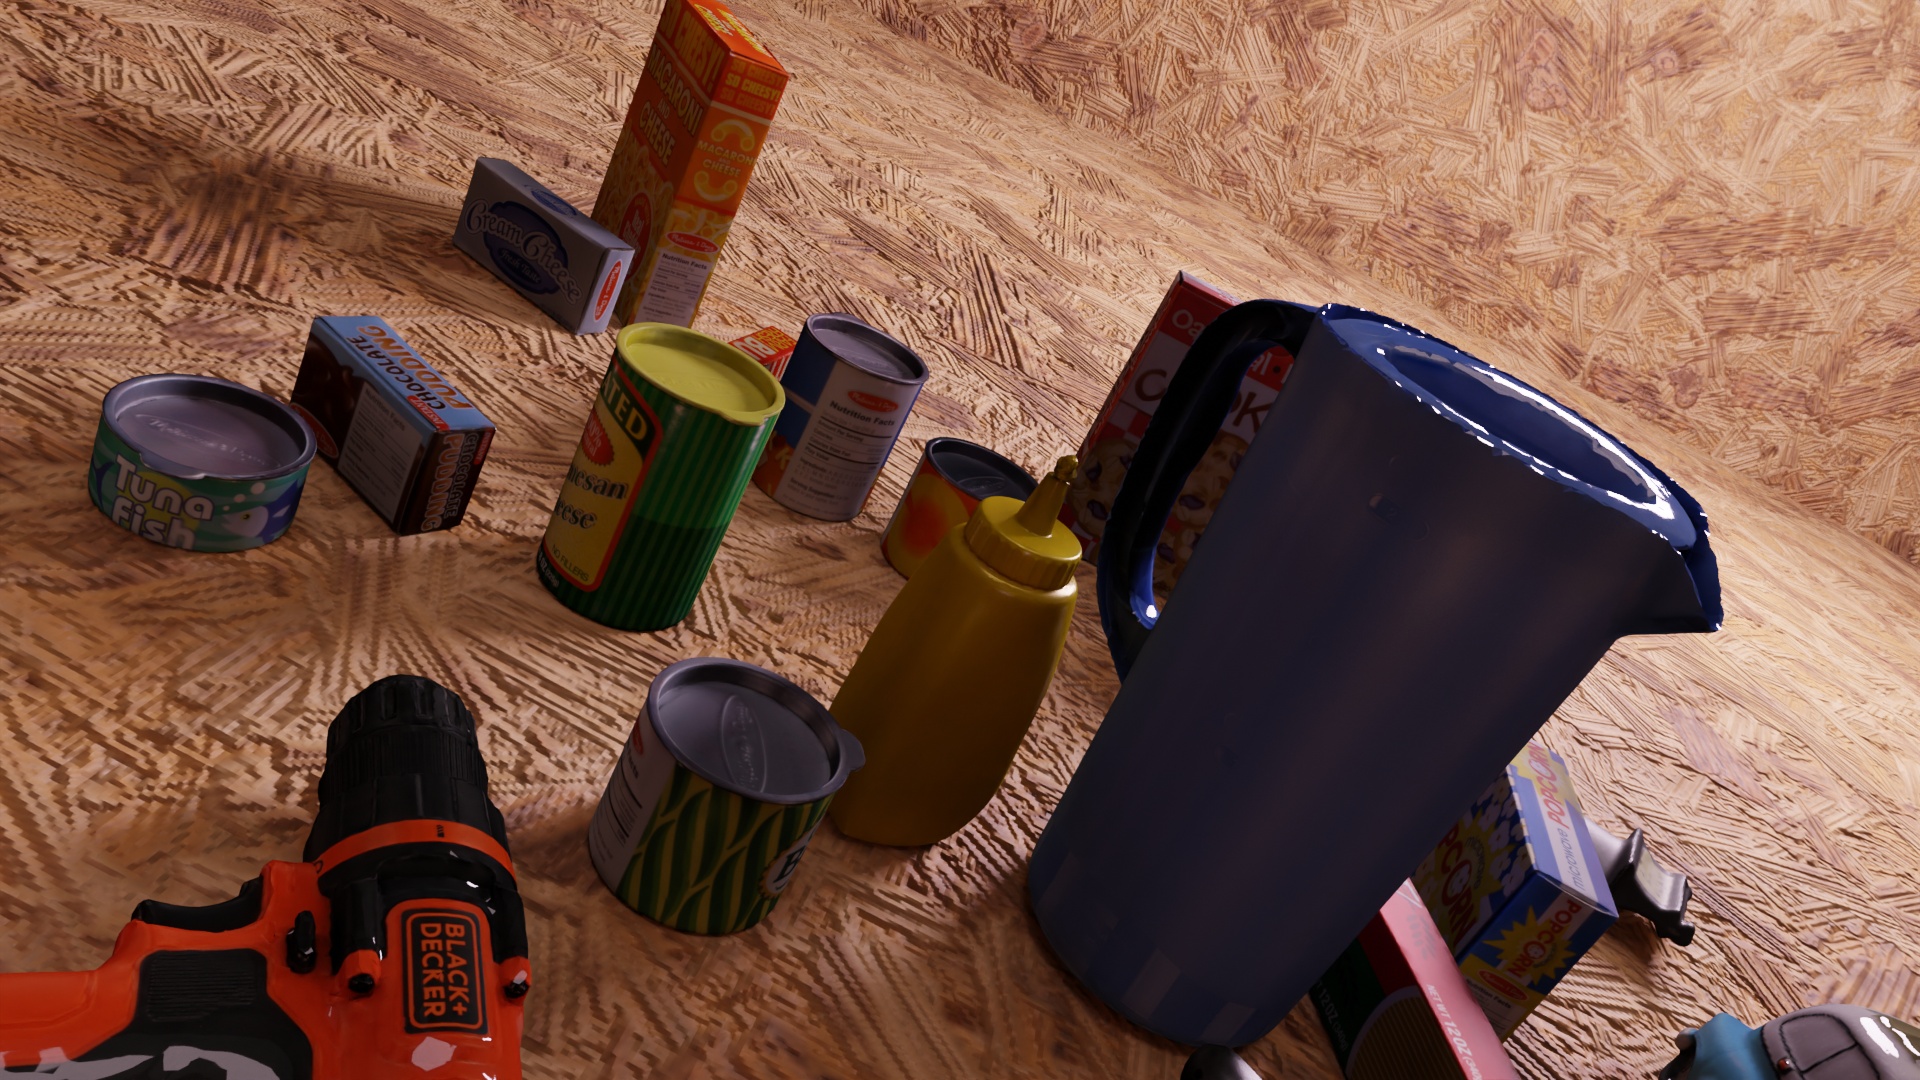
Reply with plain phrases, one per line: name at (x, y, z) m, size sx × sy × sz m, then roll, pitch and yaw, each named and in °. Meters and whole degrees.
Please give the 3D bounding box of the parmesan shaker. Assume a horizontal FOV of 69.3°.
parmesan shaker at (-0.117, -0.022, 0.538) m, size 0.071 × 0.102 × 0.071 m, roll 23°, pitch 24°, yaw -11°

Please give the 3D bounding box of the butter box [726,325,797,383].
butter box at (-0.116, -0.073, 0.700) m, size 0.024 × 0.053 × 0.104 m, roll 31°, pitch 24°, yaw 6°

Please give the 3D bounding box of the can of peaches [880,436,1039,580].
can of peaches at (0.002, -0.009, 0.691) m, size 0.071 × 0.057 × 0.071 m, roll 23°, pitch 24°, yaw -11°

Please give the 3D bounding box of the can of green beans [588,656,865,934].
can of green beans at (-0.076, 0.080, 0.436) m, size 0.071 × 0.057 × 0.071 m, roll 23°, pitch 24°, yaw -11°

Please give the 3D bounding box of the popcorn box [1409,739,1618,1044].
popcorn box at (0.225, 0.144, 0.589) m, size 0.038 × 0.085 × 0.127 m, roll 29°, pitch 24°, yaw 2°

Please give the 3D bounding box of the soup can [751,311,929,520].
soup can at (-0.063, -0.063, 0.698) m, size 0.071 × 0.083 × 0.071 m, roll 23°, pitch 24°, yaw -11°

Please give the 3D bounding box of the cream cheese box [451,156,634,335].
cream cheese box at (-0.229, -0.160, 0.755) m, size 0.104 × 0.053 × 0.024 m, roll 36°, pitch 25°, yaw 18°

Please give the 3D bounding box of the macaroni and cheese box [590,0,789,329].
macaroni and cheese box at (-0.162, -0.217, 0.798) m, size 0.040 × 0.165 × 0.124 m, roll 10°, pitch 29°, yaw -35°

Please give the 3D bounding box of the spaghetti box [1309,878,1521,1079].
spaghetti box at (0.152, 0.140, 0.564) m, size 0.029 × 0.050 × 0.251 m, roll 20°, pitch 25°, yaw -18°

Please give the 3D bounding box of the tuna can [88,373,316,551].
tuna can at (-0.263, -0.026, 0.480) m, size 0.071 × 0.032 × 0.071 m, roll 23°, pitch 25°, yaw -11°

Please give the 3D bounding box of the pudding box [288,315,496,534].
pudding box at (-0.223, -0.047, 0.541) m, size 0.084 × 0.049 × 0.030 m, roll 38°, pitch 26°, yaw 22°

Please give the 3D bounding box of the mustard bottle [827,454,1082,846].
mustard bottle at (0.004, 0.035, 0.481) m, size 0.065 × 0.159 × 0.049 m, roll 11°, pitch 29°, yaw -34°

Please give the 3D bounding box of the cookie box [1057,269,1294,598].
cookie box at (0.137, -0.049, 0.776) m, size 0.123 × 0.166 × 0.040 m, roll 26°, pitch 24°, yaw -5°
